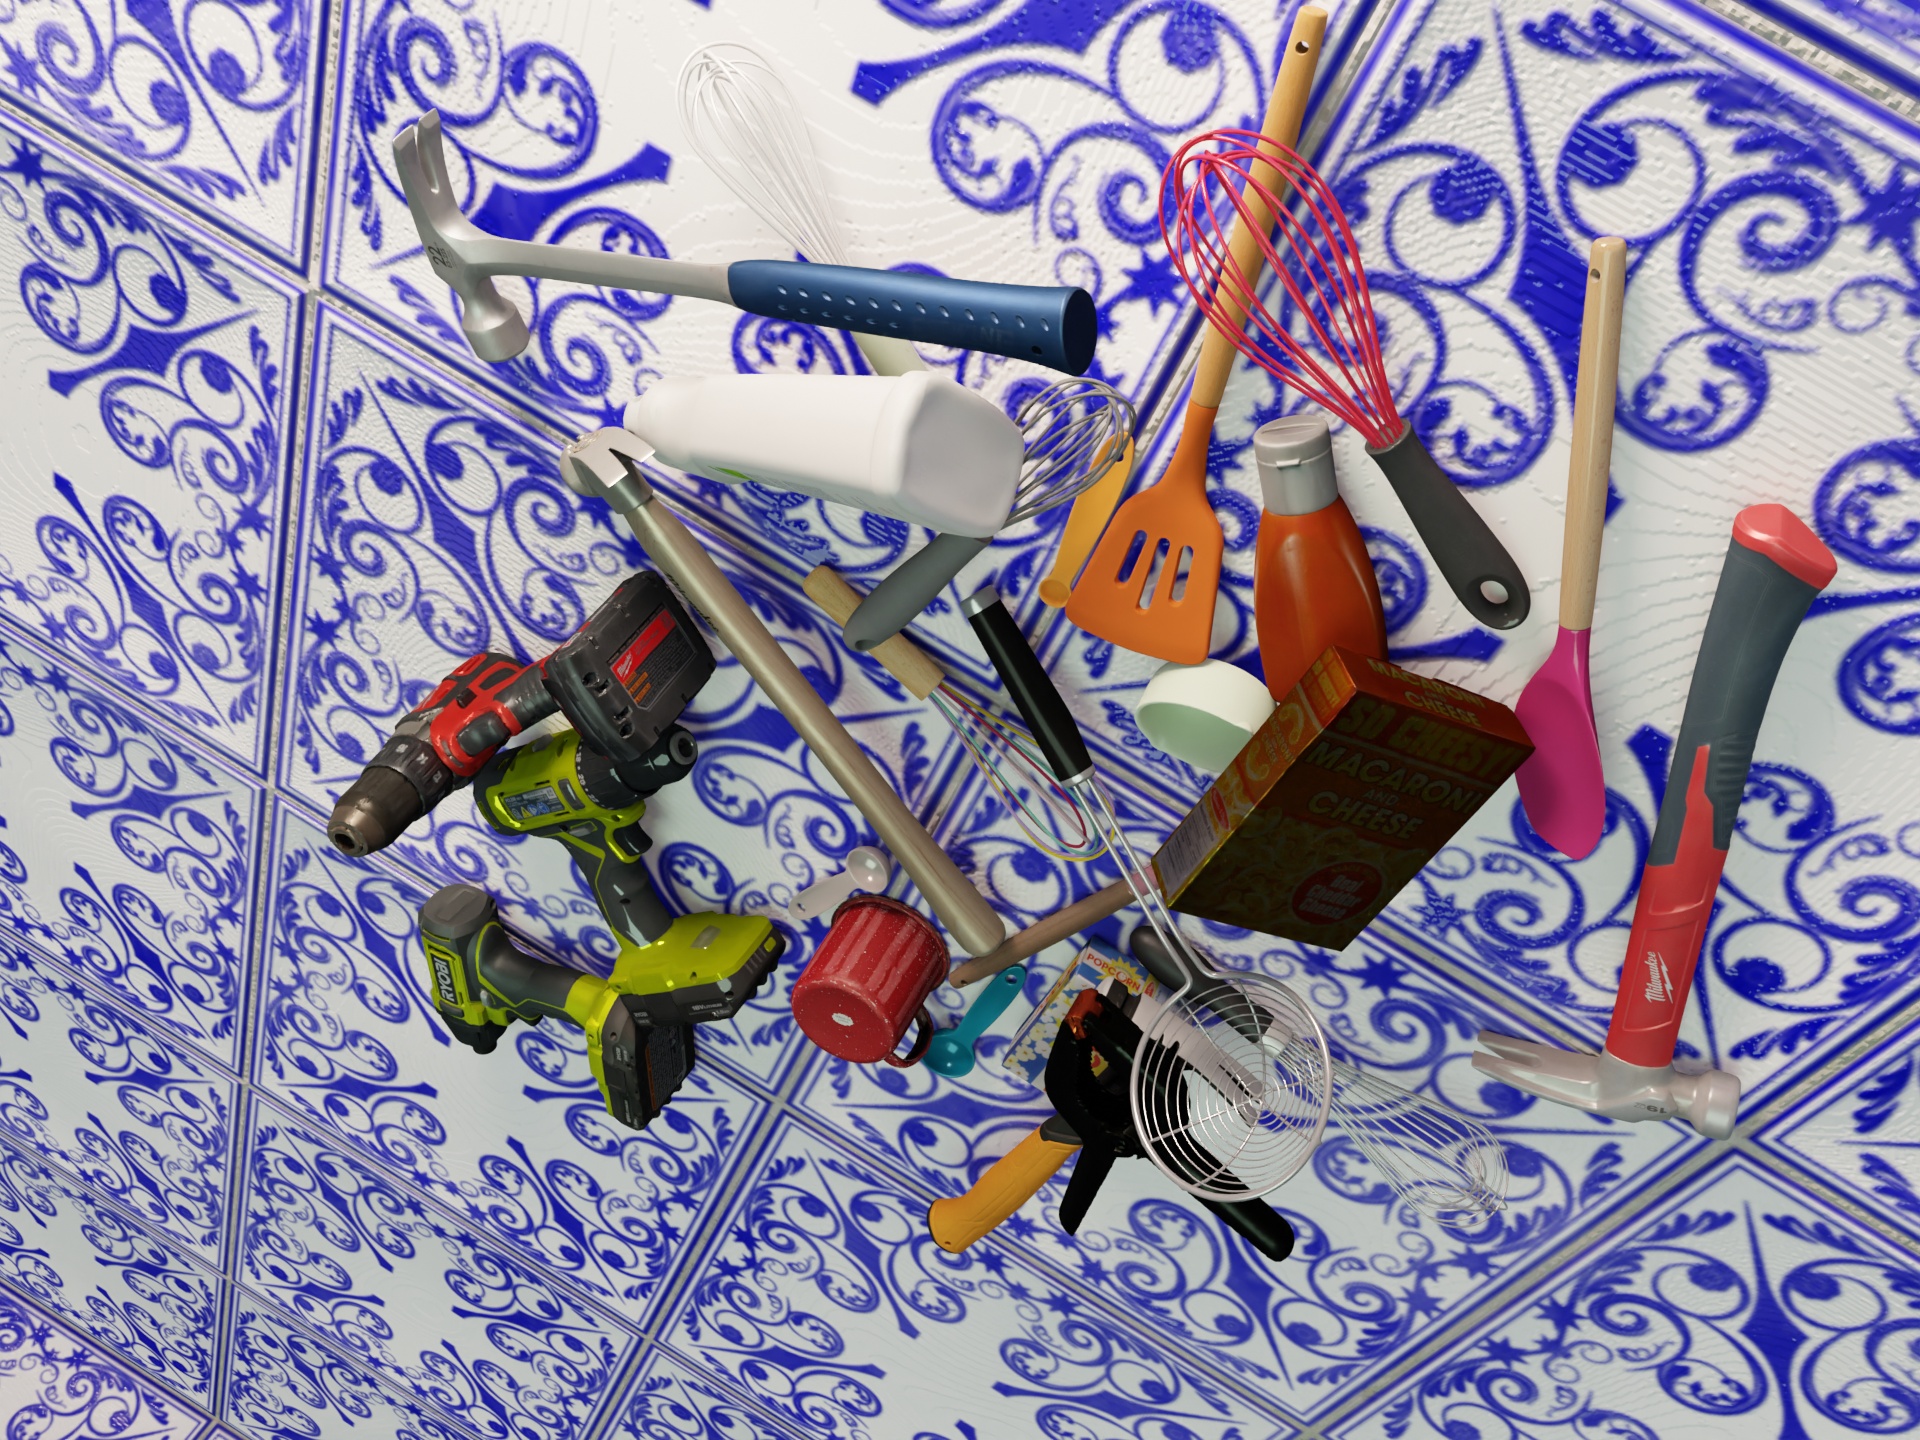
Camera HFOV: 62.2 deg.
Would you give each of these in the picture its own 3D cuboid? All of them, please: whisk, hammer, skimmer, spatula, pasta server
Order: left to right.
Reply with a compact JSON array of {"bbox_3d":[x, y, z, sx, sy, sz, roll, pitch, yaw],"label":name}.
[{"bbox_3d":[-0.122,-0.224,0.799,0.406,0.035,0.143,15,144,27],"label":"hammer"},{"bbox_3d":[-0.092,-0.005,0.965,0.410,0.038,0.146,53,169,-21],"label":"hammer"},{"bbox_3d":[-0.062,-0.231,0.813,0.246,0.059,0.058,55,166,-23],"label":"whisk"},{"bbox_3d":[-0.003,-0.001,0.956,0.245,0.051,0.047,43,138,-4],"label":"whisk"},{"bbox_3d":[0.006,-0.104,0.858,0.055,0.055,0.239,44,129,-8],"label":"whisk"},{"bbox_3d":[0.069,0.298,1.098,0.127,0.034,0.336,35,133,-1],"label":"hammer"},{"bbox_3d":[0.091,0.120,1.002,0.060,0.040,0.316,38,135,-18],"label":"pasta server"},{"bbox_3d":[0.088,0.092,0.894,0.127,0.090,0.363,-28,94,27],"label":"skimmer"},{"bbox_3d":[0.121,-0.171,0.762,0.081,0.041,0.322,21,130,12],"label":"spatula"},{"bbox_3d":[0.223,0.219,1.000,0.284,0.070,0.070,37,133,5],"label":"whisk"},{"bbox_3d":[0.185,-0.143,0.722,0.073,0.073,0.295,-21,125,37],"label":"whisk"},{"bbox_3d":[0.358,0.064,0.819,0.143,0.038,0.386,11,129,22],"label":"hammer"}]

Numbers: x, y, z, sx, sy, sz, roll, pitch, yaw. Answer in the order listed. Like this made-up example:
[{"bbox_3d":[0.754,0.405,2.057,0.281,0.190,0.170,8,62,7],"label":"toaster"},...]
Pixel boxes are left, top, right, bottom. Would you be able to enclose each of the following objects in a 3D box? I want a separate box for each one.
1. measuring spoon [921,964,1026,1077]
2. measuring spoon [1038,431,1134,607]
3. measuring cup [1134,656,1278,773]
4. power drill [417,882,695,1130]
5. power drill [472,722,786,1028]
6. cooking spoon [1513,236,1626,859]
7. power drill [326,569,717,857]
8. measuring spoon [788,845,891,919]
[{"bbox_3d":[0.013,0.208,1.128,0.042,0.021,0.128,31,124,-6],"label":"measuring spoon"},{"bbox_3d":[0.069,-0.108,0.860,0.021,0.011,0.116,27,129,5],"label":"measuring spoon"},{"bbox_3d":[0.172,0.017,0.885,0.167,0.038,0.083,32,159,-22],"label":"measuring cup"},{"bbox_3d":[-0.331,0.238,1.290,0.223,0.080,0.171,18,130,19],"label":"power drill"},{"bbox_3d":[-0.221,0.103,1.127,0.190,0.080,0.228,-13,115,35],"label":"power drill"},{"bbox_3d":[0.294,-0.069,0.755,0.069,0.017,0.318,-132,28,-54],"label":"cooking spoon"},{"bbox_3d":[-0.286,0.002,1.013,0.227,0.188,0.080,-17,116,32],"label":"power drill"},{"bbox_3d":[-0.084,0.114,1.109,0.034,0.018,0.124,54,138,-3],"label":"measuring spoon"}]
